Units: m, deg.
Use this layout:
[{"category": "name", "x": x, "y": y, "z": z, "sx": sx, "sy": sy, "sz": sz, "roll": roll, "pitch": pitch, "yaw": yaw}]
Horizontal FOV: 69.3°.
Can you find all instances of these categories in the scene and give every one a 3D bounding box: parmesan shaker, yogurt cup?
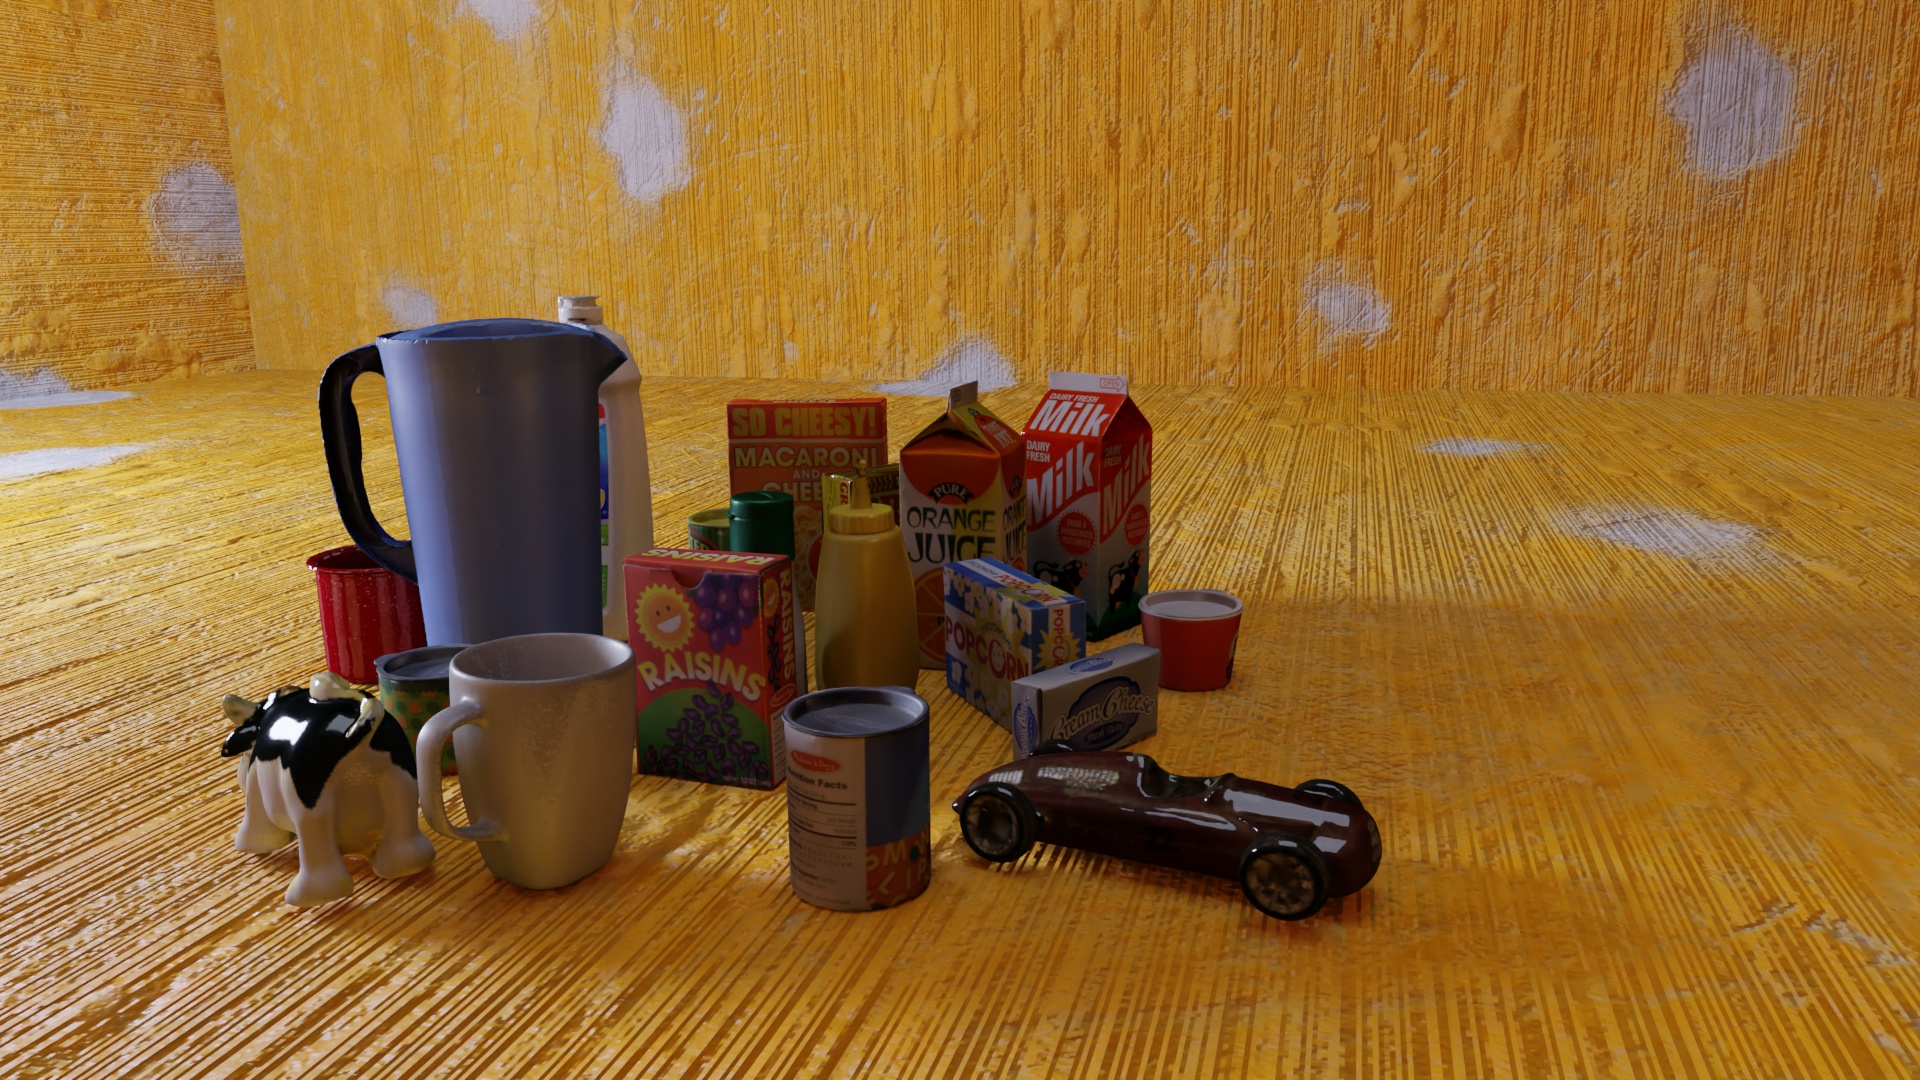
[{"category": "parmesan shaker", "x": -0.153, "y": 0.033, "z": 0.965, "sx": 0.071, "sy": 0.102, "sz": 0.071, "roll": -1, "pitch": 12, "yaw": 0}, {"category": "yogurt cup", "x": 0.151, "y": 0.066, "z": 0.915, "sx": 0.072, "sy": 0.053, "sz": 0.072, "roll": -1, "pitch": 12, "yaw": 0}]

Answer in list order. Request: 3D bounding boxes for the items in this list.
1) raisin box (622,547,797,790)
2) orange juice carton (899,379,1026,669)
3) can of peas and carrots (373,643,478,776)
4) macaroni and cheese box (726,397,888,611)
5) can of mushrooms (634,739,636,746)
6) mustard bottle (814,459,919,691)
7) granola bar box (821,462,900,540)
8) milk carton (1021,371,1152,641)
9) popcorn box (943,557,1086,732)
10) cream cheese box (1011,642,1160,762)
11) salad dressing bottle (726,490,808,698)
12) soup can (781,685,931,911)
[{"category": "raisin box", "x": -0.136, "y": 0.068, "z": 0.760, "sx": 0.086, "sy": 0.123, "sz": 0.040, "roll": 4, "pitch": 13, "yaw": 20}, {"category": "orange juice carton", "x": 0.003, "y": -0.012, "z": 0.954, "sx": 0.073, "sy": 0.192, "sz": 0.072, "roll": 3, "pitch": 13, "yaw": 17}, {"category": "can of peas and carrots", "x": -0.298, "y": 0.096, "z": 0.793, "sx": 0.071, "sy": 0.058, "sz": 0.071, "roll": -1, "pitch": 12, "yaw": 0}, {"category": "macaroni and cheese box", "x": -0.118, "y": -0.029, "z": 1.096, "sx": 0.124, "sy": 0.166, "sz": 0.040, "roll": 0, "pitch": 12, "yaw": 2}, {"category": "can of mushrooms", "x": -0.182, "y": 0.098, "z": 0.837, "sx": 0.071, "sy": 0.033, "sz": 0.071, "roll": -1, "pitch": 12, "yaw": 0}, {"category": "mustard bottle", "x": -0.058, "y": 0.029, "z": 0.850, "sx": 0.049, "sy": 0.159, "sz": 0.065, "roll": 8, "pitch": 15, "yaw": 35}, {"category": "granola bar box", "x": -0.029, "y": 0.001, "z": 1.055, "sx": 0.166, "sy": 0.124, "sz": 0.039, "roll": -12, "pitch": 16, "yaw": -42}, {"category": "milk carton", "x": 0.093, "y": -0.029, "z": 1.030, "sx": 0.072, "sy": 0.190, "sz": 0.074, "roll": 9, "pitch": 15, "yaw": 38}, {"category": "popcorn box", "x": 0.031, "y": 0.065, "z": 0.854, "sx": 0.038, "sy": 0.085, "sz": 0.127, "roll": -6, "pitch": 14, "yaw": -24}, {"category": "cream cheese box", "x": 0.073, "y": 0.095, "z": 0.788, "sx": 0.104, "sy": 0.053, "sz": 0.024, "roll": -12, "pitch": 16, "yaw": -42}, {"category": "salad dressing bottle", "x": -0.112, "y": 0.046, "z": 0.802, "sx": 0.044, "sy": 0.147, "sz": 0.064, "roll": -6, "pitch": 13, "yaw": -22}, {"category": "soup can", "x": -0.045, "y": 0.116, "z": 0.634, "sx": 0.071, "sy": 0.083, "sz": 0.071, "roll": -1, "pitch": 12, "yaw": 0}]
